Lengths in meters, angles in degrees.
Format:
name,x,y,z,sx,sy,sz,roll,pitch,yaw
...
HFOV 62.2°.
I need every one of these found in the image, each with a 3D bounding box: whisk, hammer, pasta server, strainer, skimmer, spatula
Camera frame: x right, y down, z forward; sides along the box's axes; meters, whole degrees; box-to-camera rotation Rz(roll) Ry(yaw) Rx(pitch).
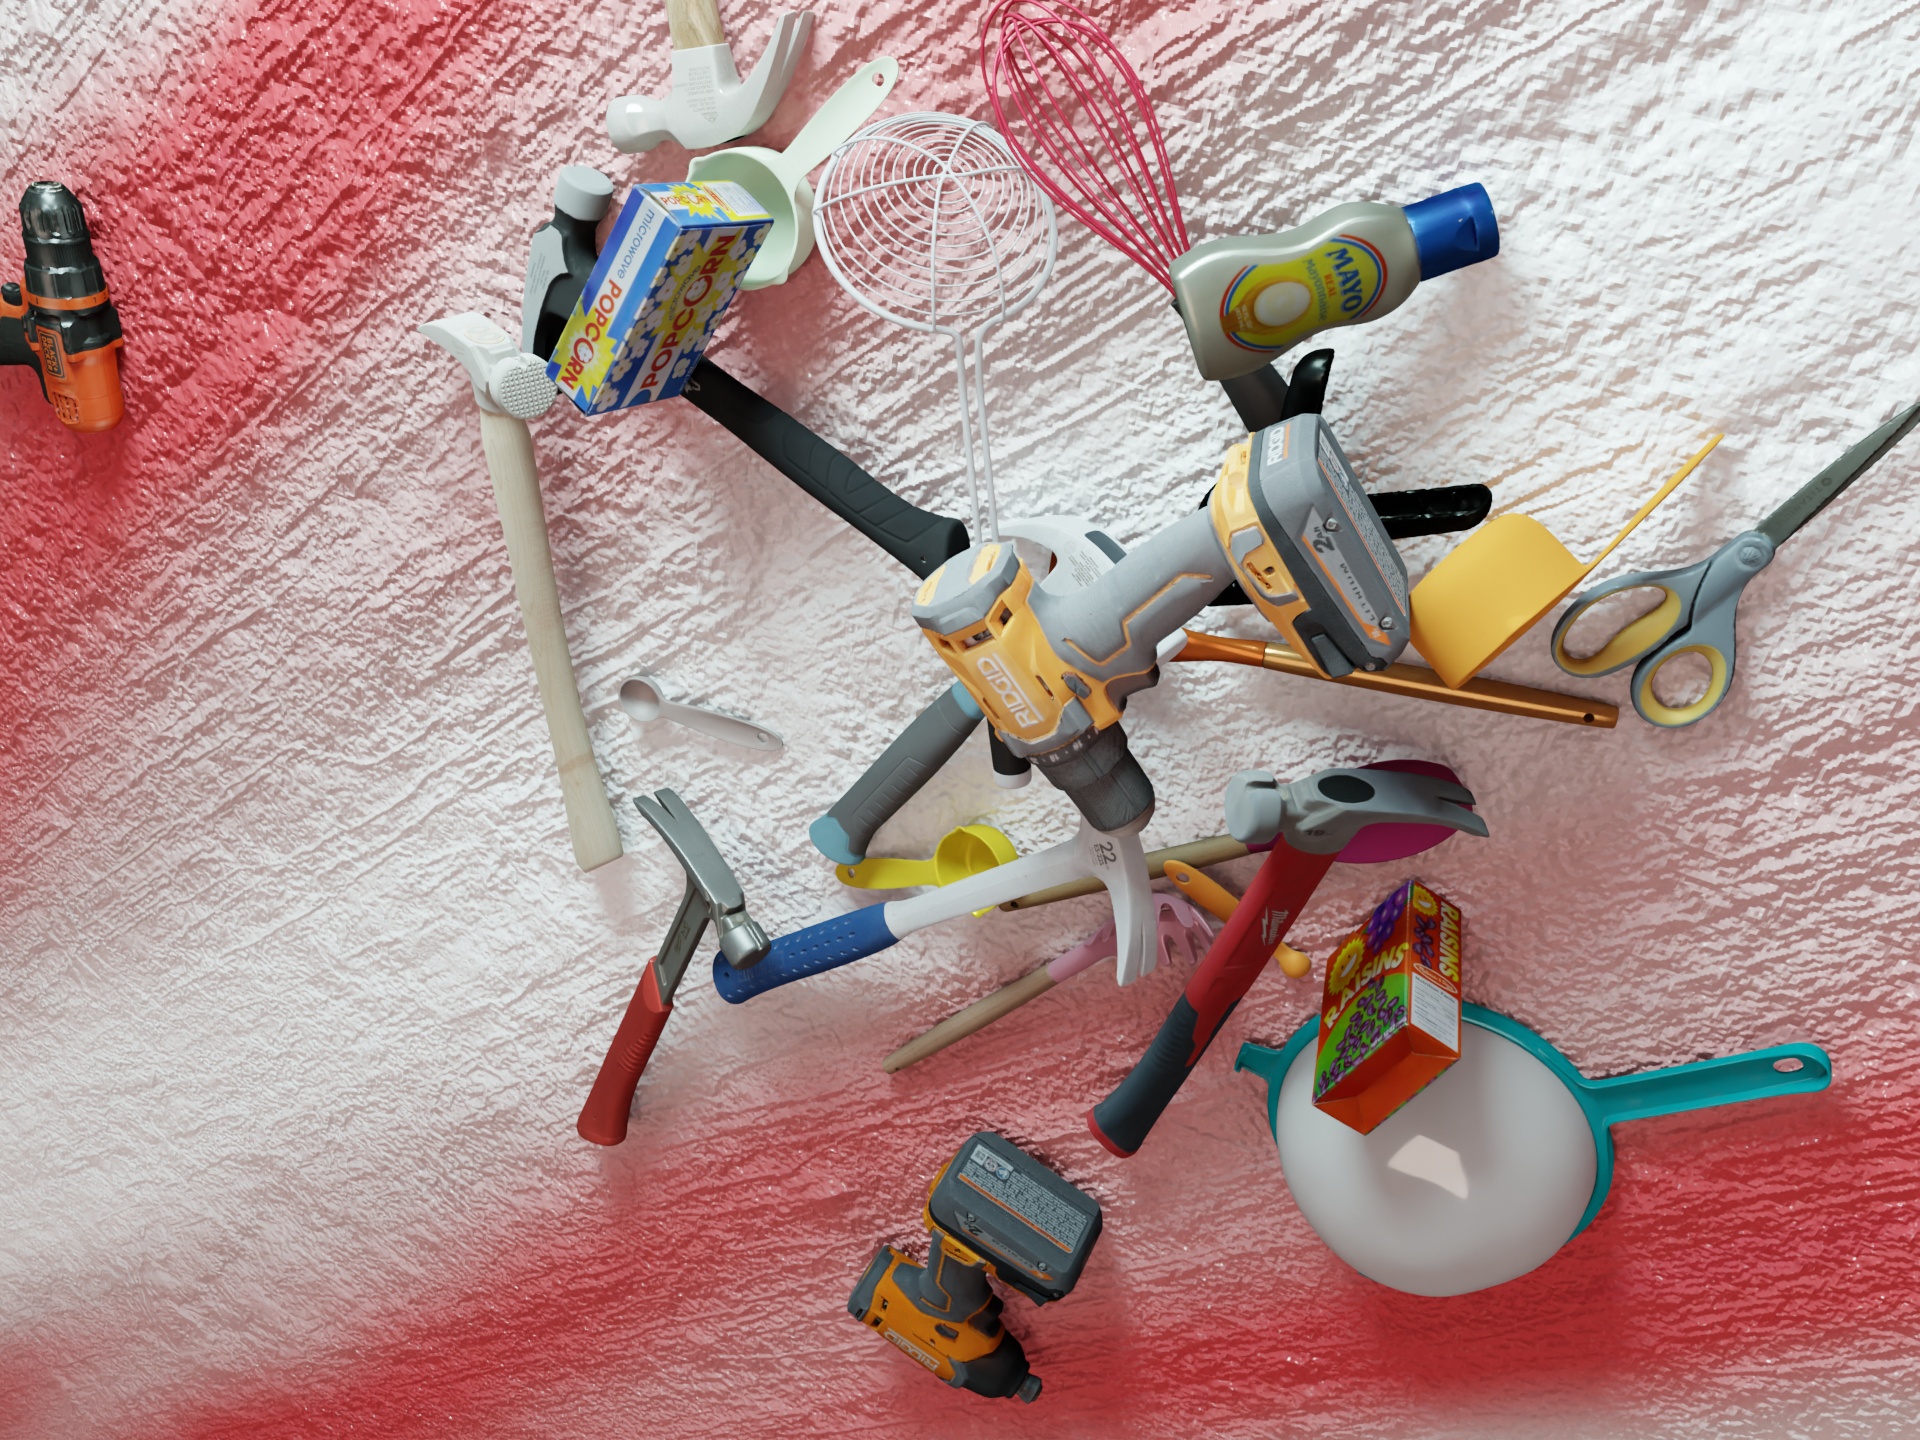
name,x,y,z,sx,sy,sz,roll,pitch,yaw
whisk,0.106,-0.234,0.806,0.073,0.073,0.295,-27,108,35
hammer,-0.244,0.215,1.221,0.149,0.036,0.359,52,135,23
hammer,-0.157,-0.471,0.823,0.130,0.031,0.331,4,117,26
pasta server,0.046,0.187,1.073,0.060,0.040,0.316,25,136,-32
hammer,0.170,0.162,0.964,0.143,0.038,0.386,3,138,-15
strainer,0.329,0.257,0.932,0.340,0.095,0.211,-24,104,36
skimmer,0.003,-0.139,0.871,0.127,0.090,0.363,-13,116,-13
hammer,-0.002,-0.003,0.983,0.128,0.033,0.331,55,131,12
hammer,-0.288,-0.071,1.086,0.146,0.038,0.410,36,140,43
hammer,-0.035,0.135,1.046,0.405,0.035,0.144,-25,83,43
spatula,0.196,-0.037,0.887,0.323,0.041,0.081,12,119,16
hammer,-0.131,-0.178,0.946,0.335,0.035,0.146,38,127,12

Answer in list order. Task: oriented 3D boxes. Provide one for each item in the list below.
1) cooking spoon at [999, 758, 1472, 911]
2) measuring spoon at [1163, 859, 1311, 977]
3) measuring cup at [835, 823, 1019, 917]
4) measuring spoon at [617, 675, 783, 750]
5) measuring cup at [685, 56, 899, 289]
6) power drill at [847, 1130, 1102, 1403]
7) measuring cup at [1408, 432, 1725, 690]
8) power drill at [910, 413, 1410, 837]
name,x,y,z,sx,sy,sz,roll,pitch,yaw
cooking spoon,0.154,0.079,0.972,0.319,0.017,0.068,-18,117,33
measuring spoon,0.170,0.124,0.980,0.117,0.011,0.021,38,132,-9
measuring cup,-0.023,0.099,1.072,0.156,0.029,0.062,-6,99,43
measuring spoon,-0.178,-0.004,1.100,0.124,0.018,0.034,18,123,10
measuring cup,-0.085,-0.306,0.873,0.167,0.038,0.083,-33,98,34
power drill,0.020,0.423,1.190,0.164,0.084,0.226,33,130,7
measuring cup,0.291,-0.092,0.785,0.173,0.095,0.052,-46,76,16
power drill,0.112,-0.036,0.813,0.226,0.084,0.185,-22,118,28
